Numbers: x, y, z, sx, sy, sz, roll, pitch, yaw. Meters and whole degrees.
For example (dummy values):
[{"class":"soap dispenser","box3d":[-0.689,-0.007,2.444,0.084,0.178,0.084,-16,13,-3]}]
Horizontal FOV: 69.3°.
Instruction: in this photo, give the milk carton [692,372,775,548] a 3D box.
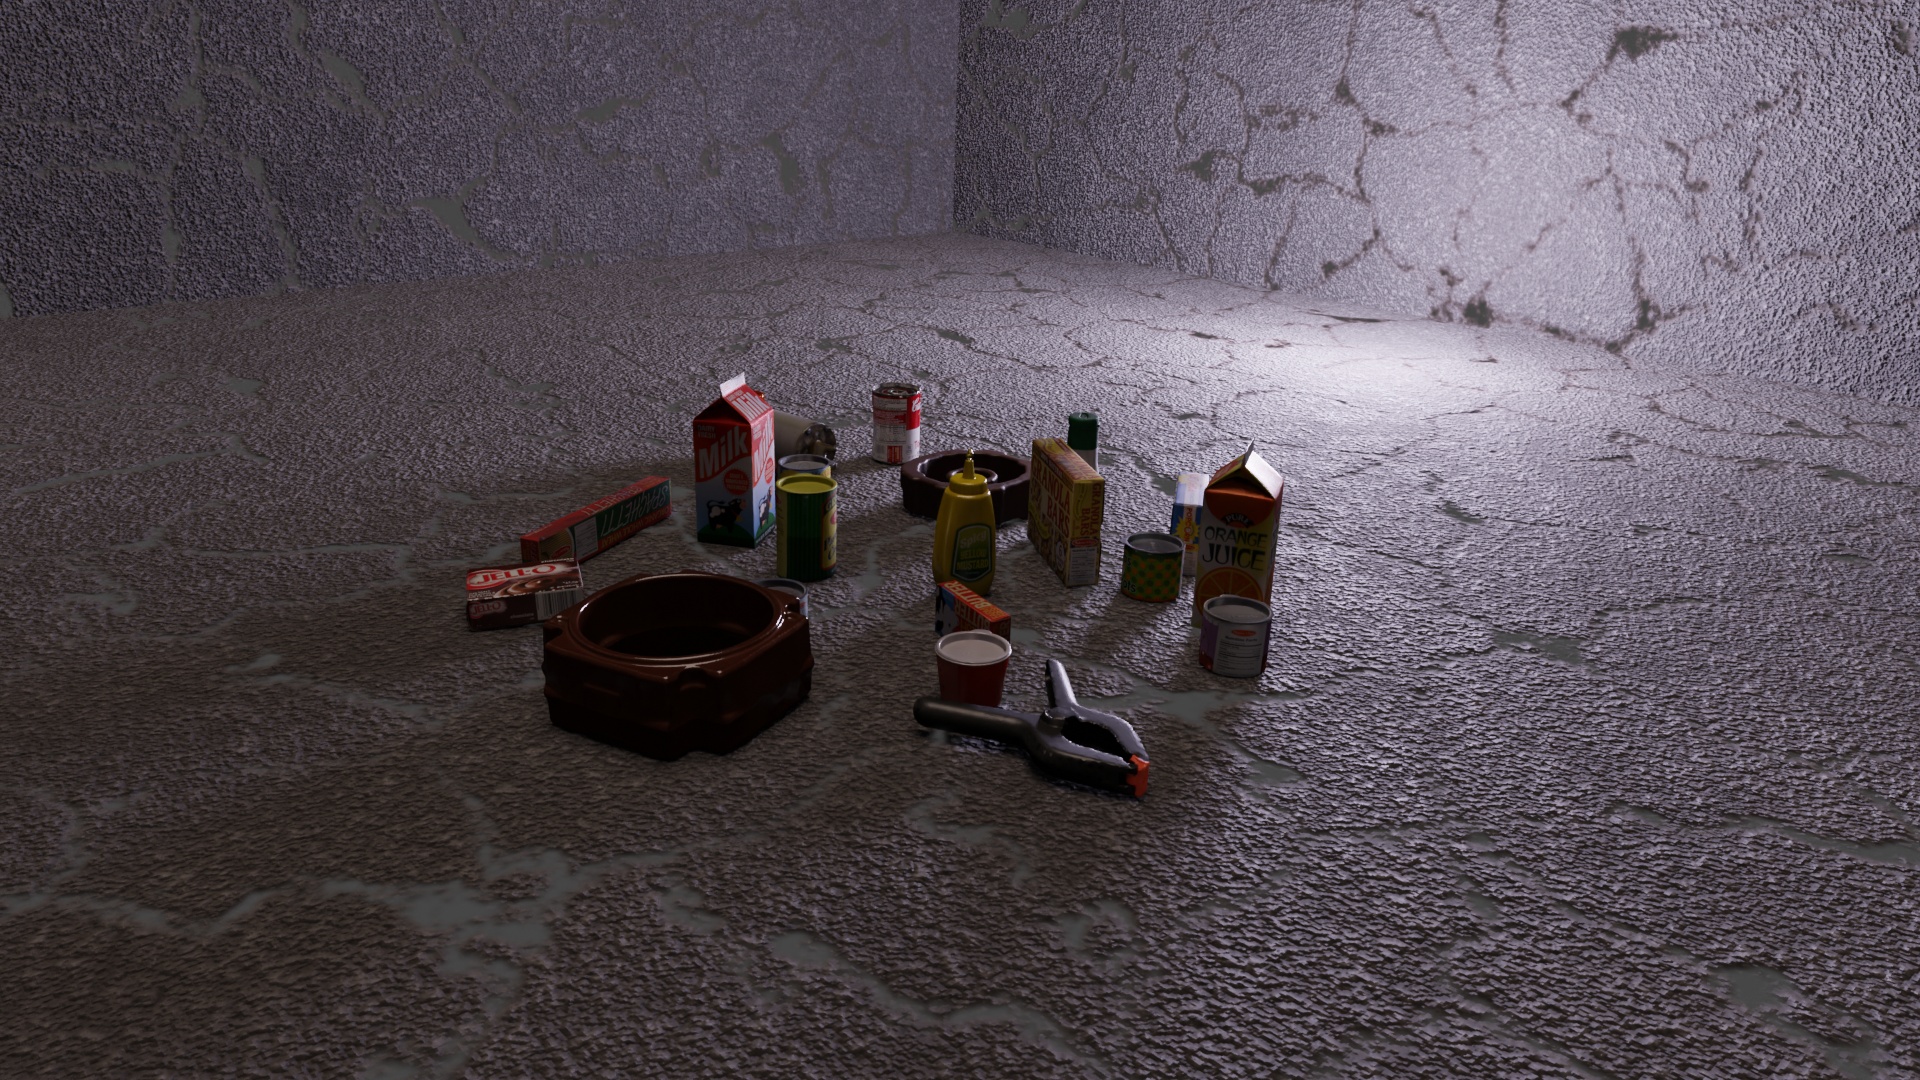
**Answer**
[{"class":"milk carton","box3d":[-0.260,-0.094,1.598,0.073,0.189,0.072,6,20,12]}]

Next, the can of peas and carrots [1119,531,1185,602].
[{"class":"can of peas and carrots","box3d":[0.205,0.028,1.500,0.071,0.058,0.071,2,20,-1]}]

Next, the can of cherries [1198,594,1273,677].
[{"class":"can of cherries","box3d":[0.264,0.091,1.336,0.071,0.058,0.072,2,20,-1]}]

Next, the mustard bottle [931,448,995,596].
[{"class":"mustard bottle","box3d":[0.005,-0.018,1.462,0.065,0.159,0.049,-7,22,-23]}]

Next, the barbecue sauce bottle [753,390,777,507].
[{"class":"barbecue sauce bottle","box3d":[-0.256,-0.107,1.695,0.065,0.148,0.044,2,20,1]}]

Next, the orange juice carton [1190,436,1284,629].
[{"class":"orange juice carton","box3d":[0.283,-0.005,1.407,0.073,0.191,0.072,9,21,18]}]

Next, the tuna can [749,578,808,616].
[{"class":"tuna can","box3d":[-0.188,0.064,1.403,0.071,0.032,0.071,2,20,-1]}]

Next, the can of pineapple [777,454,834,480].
[{"class":"can of pineapple","box3d":[-0.193,-0.071,1.732,0.071,0.057,0.071,2,20,-1]}]

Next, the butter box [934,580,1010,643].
[{"class":"butter box","box3d":[0.011,0.081,1.347,0.024,0.053,0.103,-10,23,-30]}]

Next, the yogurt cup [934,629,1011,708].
[{"class":"yogurt cup","box3d":[0.010,0.119,1.244,0.072,0.053,0.072,2,20,-1]}]

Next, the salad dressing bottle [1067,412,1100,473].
[{"class":"salad dressing bottle","box3d":[0.143,-0.078,1.654,0.044,0.147,0.064,4,20,5]}]

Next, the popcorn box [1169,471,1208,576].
[{"class":"popcorn box","box3d":[0.262,-0.020,1.600,0.038,0.085,0.127,5,20,9]}]

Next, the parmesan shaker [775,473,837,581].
[{"class":"parmesan shaker","box3d":[-0.168,-0.014,1.517,0.071,0.102,0.071,2,20,-1]}]

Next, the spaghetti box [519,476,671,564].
[{"class":"spaghetti box","box3d":[-0.408,-0.017,1.577,0.029,0.050,0.251,9,21,20]}]

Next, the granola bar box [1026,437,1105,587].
[{"class":"granola bar box","box3d":[0.118,-0.034,1.568,0.039,0.123,0.166,-3,21,-13]}]
